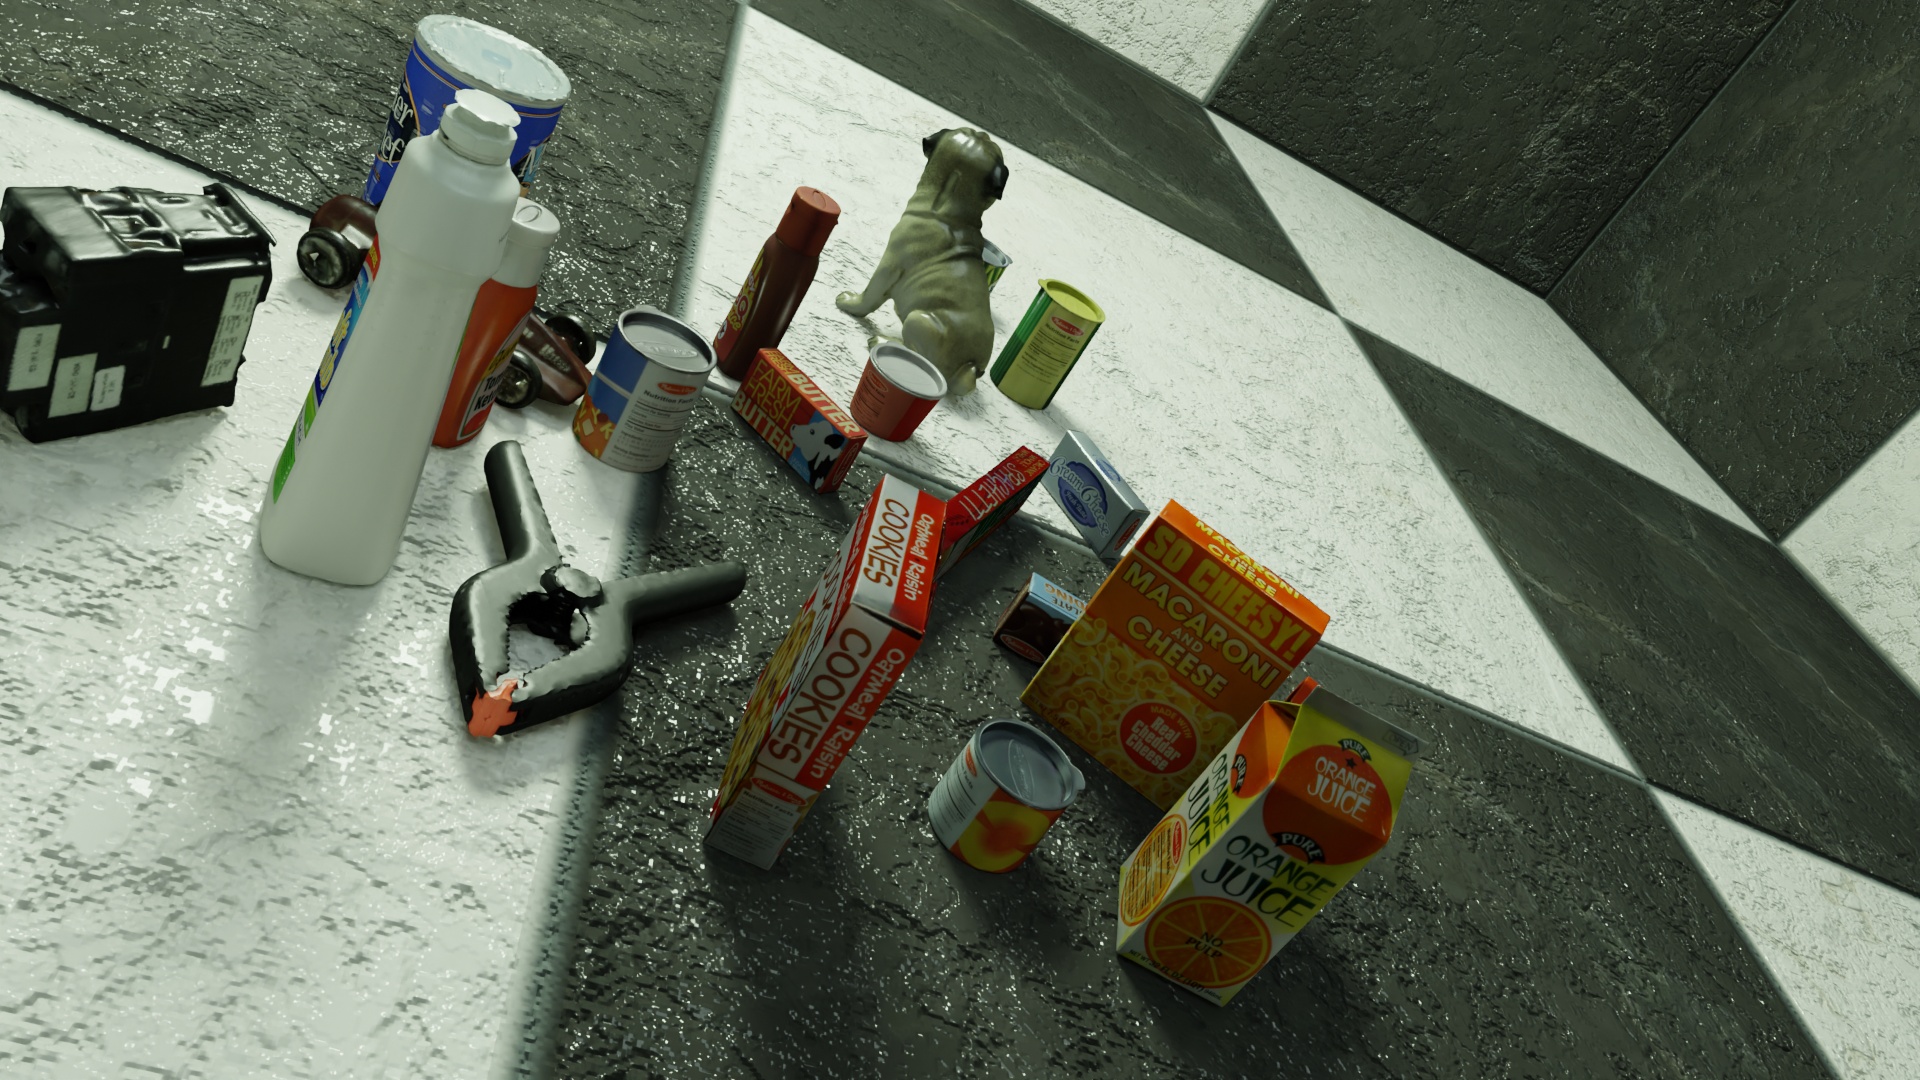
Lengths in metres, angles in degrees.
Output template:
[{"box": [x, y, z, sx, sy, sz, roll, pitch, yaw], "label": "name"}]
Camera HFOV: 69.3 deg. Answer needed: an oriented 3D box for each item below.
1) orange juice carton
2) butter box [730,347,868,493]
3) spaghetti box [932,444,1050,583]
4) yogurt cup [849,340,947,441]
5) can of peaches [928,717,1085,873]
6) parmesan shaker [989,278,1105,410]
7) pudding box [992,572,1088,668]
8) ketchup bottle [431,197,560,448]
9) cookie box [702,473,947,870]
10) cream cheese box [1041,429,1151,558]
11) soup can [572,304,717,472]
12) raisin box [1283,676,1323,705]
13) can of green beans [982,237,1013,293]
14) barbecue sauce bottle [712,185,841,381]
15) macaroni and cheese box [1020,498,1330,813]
[{"box": [0.166, 0.159, 0.757, 0.072, 0.191, 0.073, 29, 29, -8], "label": "orange juice carton"}, {"box": [-0.116, -0.087, 0.993, 0.104, 0.053, 0.024, 44, 30, 19], "label": "butter box"}, {"box": [0.004, -0.013, 1.004, 0.029, 0.050, 0.251, 37, 29, 7], "label": "spaghetti box"}, {"box": [-0.052, -0.115, 1.101, 0.072, 0.053, 0.073, 25, 30, -15], "label": "yogurt cup"}, {"box": [0.025, 0.144, 0.779, 0.071, 0.057, 0.071, 25, 30, -15], "label": "can of peaches"}, {"box": [0.077, -0.182, 1.281, 0.071, 0.102, 0.072, 25, 30, -15], "label": "parmesan shaker"}, {"box": [0.071, 0.065, 0.954, 0.084, 0.049, 0.030, 30, 29, -7], "label": "pudding box"}, {"box": [-0.273, -0.126, 0.795, 0.043, 0.148, 0.065, 28, 29, -9], "label": "ketchup bottle"}, {"box": [-0.065, 0.064, 0.695, 0.040, 0.166, 0.123, 27, 29, -11], "label": "cookie box"}, {"box": [0.108, -0.039, 1.146, 0.024, 0.053, 0.104, 4, 40, -42], "label": "cream cheese box"}, {"box": [-0.204, -0.097, 0.890, 0.071, 0.083, 0.072, 25, 30, -15], "label": "soup can"}, {"box": [0.183, 0.151, 0.859, 0.040, 0.122, 0.086, 40, 29, 13], "label": "raisin box"}, {"box": [0.007, -0.271, 1.394, 0.071, 0.057, 0.071, 25, 30, -15], "label": "can of green beans"}, {"box": [-0.137, -0.191, 1.034, 0.044, 0.148, 0.065, 19, 32, -25], "label": "barbecue sauce bottle"}, {"box": [0.133, 0.074, 0.881, 0.124, 0.165, 0.040, 37, 29, 7], "label": "macaroni and cheese box"}]
